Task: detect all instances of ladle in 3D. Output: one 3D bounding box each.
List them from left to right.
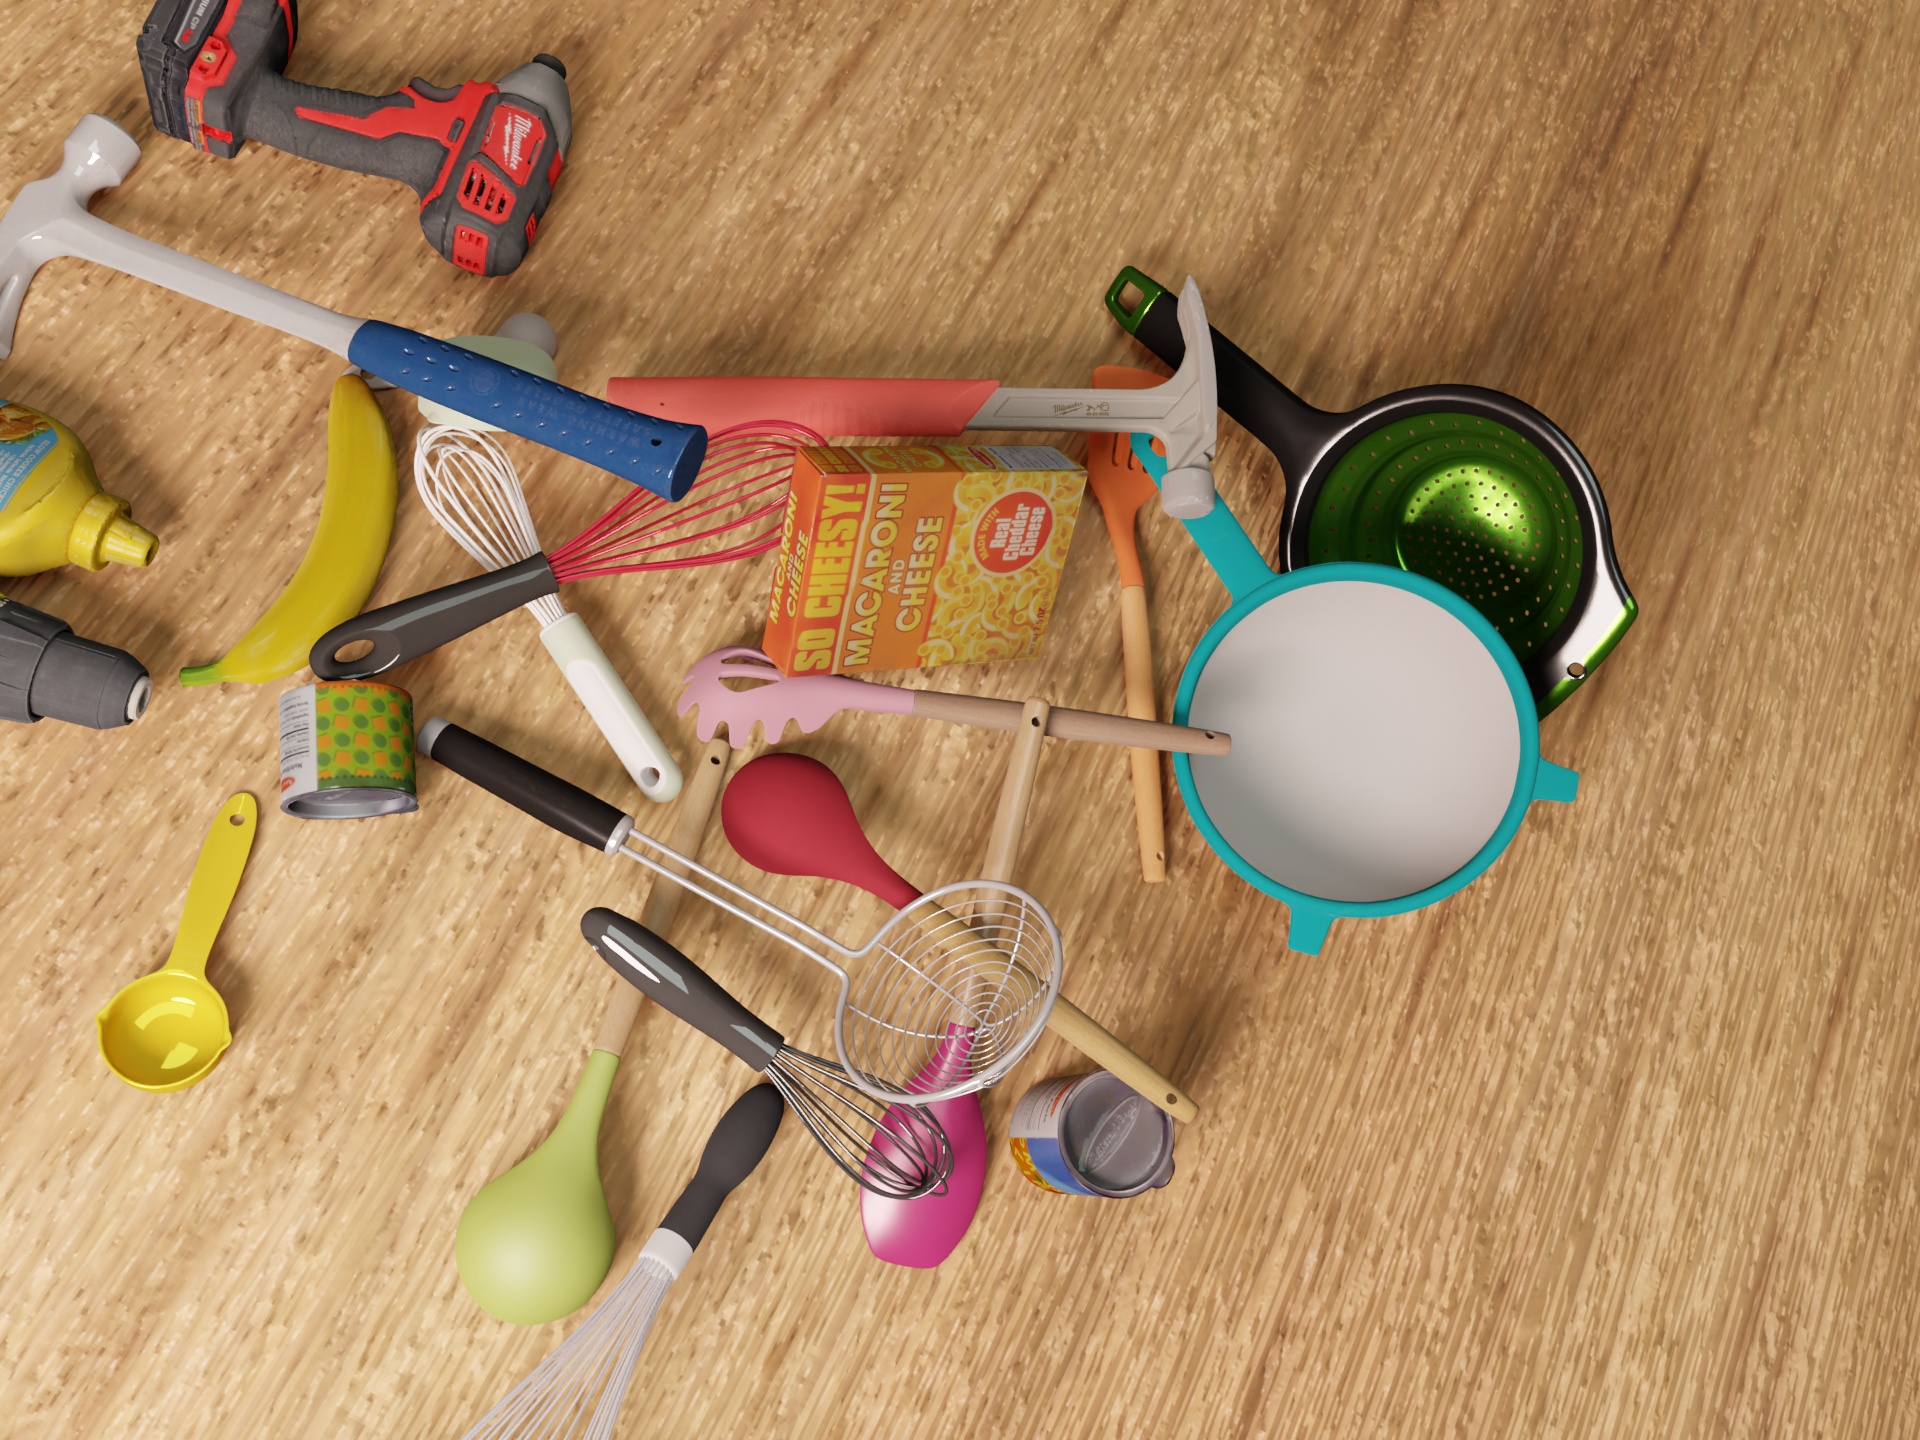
[{"bbox_3d":[-0.180,0.154,0.843,0.078,0.062,0.320,21,63,-10],"label":"ladle"},{"bbox_3d":[-0.005,0.116,0.857,0.315,0.031,0.069,35,81,13],"label":"ladle"}]

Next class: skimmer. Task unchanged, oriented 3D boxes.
[{"bbox_3d":[-0.122,0.075,0.809,0.363,0.090,0.127,27,64,6],"label":"skimmer"}]

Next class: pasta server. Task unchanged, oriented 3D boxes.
[{"bbox_3d":[-0.001,-0.003,0.908,0.316,0.040,0.060,7,58,-7],"label":"pasta server"}]

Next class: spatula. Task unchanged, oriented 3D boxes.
[{"bbox_3d":[0.114,-0.061,0.990,0.081,0.041,0.323,6,74,-33],"label":"spatula"}]

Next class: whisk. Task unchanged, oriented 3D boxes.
[{"bbox_3d":[-0.227,-0.059,0.881,0.058,0.059,0.246,-33,91,16],"label":"whisk"},{"bbox_3d":[-0.200,-0.087,0.845,0.296,0.073,0.073,-25,83,-15],"label":"whisk"},{"bbox_3d":[-0.160,0.284,0.764,0.070,0.070,0.285,38,46,-4],"label":"whisk"},{"bbox_3d":[-0.099,0.173,0.823,0.239,0.055,0.055,39,67,-7],"label":"whisk"}]

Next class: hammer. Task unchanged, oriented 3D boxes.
[{"bbox_3d":[-0.327,-0.198,0.835,0.405,0.035,0.144,22,70,8],"label":"hammer"},{"bbox_3d":[-0.026,-0.195,0.946,0.359,0.036,0.149,0,76,-5],"label":"hammer"}]

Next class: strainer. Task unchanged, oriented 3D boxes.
[{"bbox_3d":[0.201,-0.036,0.981,0.211,0.095,0.340,-31,77,-1],"label":"strainer"}]

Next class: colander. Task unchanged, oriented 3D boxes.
[{"bbox_3d":[0.259,-0.168,1.037,0.397,0.204,0.094,44,31,15],"label":"colander"}]

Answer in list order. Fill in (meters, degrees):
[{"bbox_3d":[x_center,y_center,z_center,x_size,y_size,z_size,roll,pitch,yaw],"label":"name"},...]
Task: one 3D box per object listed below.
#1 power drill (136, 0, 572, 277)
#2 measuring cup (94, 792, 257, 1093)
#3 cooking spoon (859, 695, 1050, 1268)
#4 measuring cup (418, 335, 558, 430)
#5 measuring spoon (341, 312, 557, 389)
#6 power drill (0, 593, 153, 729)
[{"bbox_3d":[-0.337,-0.360,0.917,0.219,0.078,0.143,21,70,-14],"label":"power drill"},{"bbox_3d":[-0.382,0.111,0.799,0.062,0.029,0.157,14,59,-13],"label":"measuring cup"},{"bbox_3d":[0.007,0.142,0.875,0.068,0.017,0.319,14,85,-11],"label":"cooking spoon"},{"bbox_3d":[-0.225,-0.176,0.866,0.168,0.038,0.083,21,29,27],"label":"measuring cup"},{"bbox_3d":[-0.294,-0.212,0.917,0.124,0.018,0.034,-19,81,-21],"label":"measuring spoon"},{"bbox_3d":[-0.514,0.034,0.747,0.190,0.080,0.229,18,67,-11],"label":"power drill"}]
